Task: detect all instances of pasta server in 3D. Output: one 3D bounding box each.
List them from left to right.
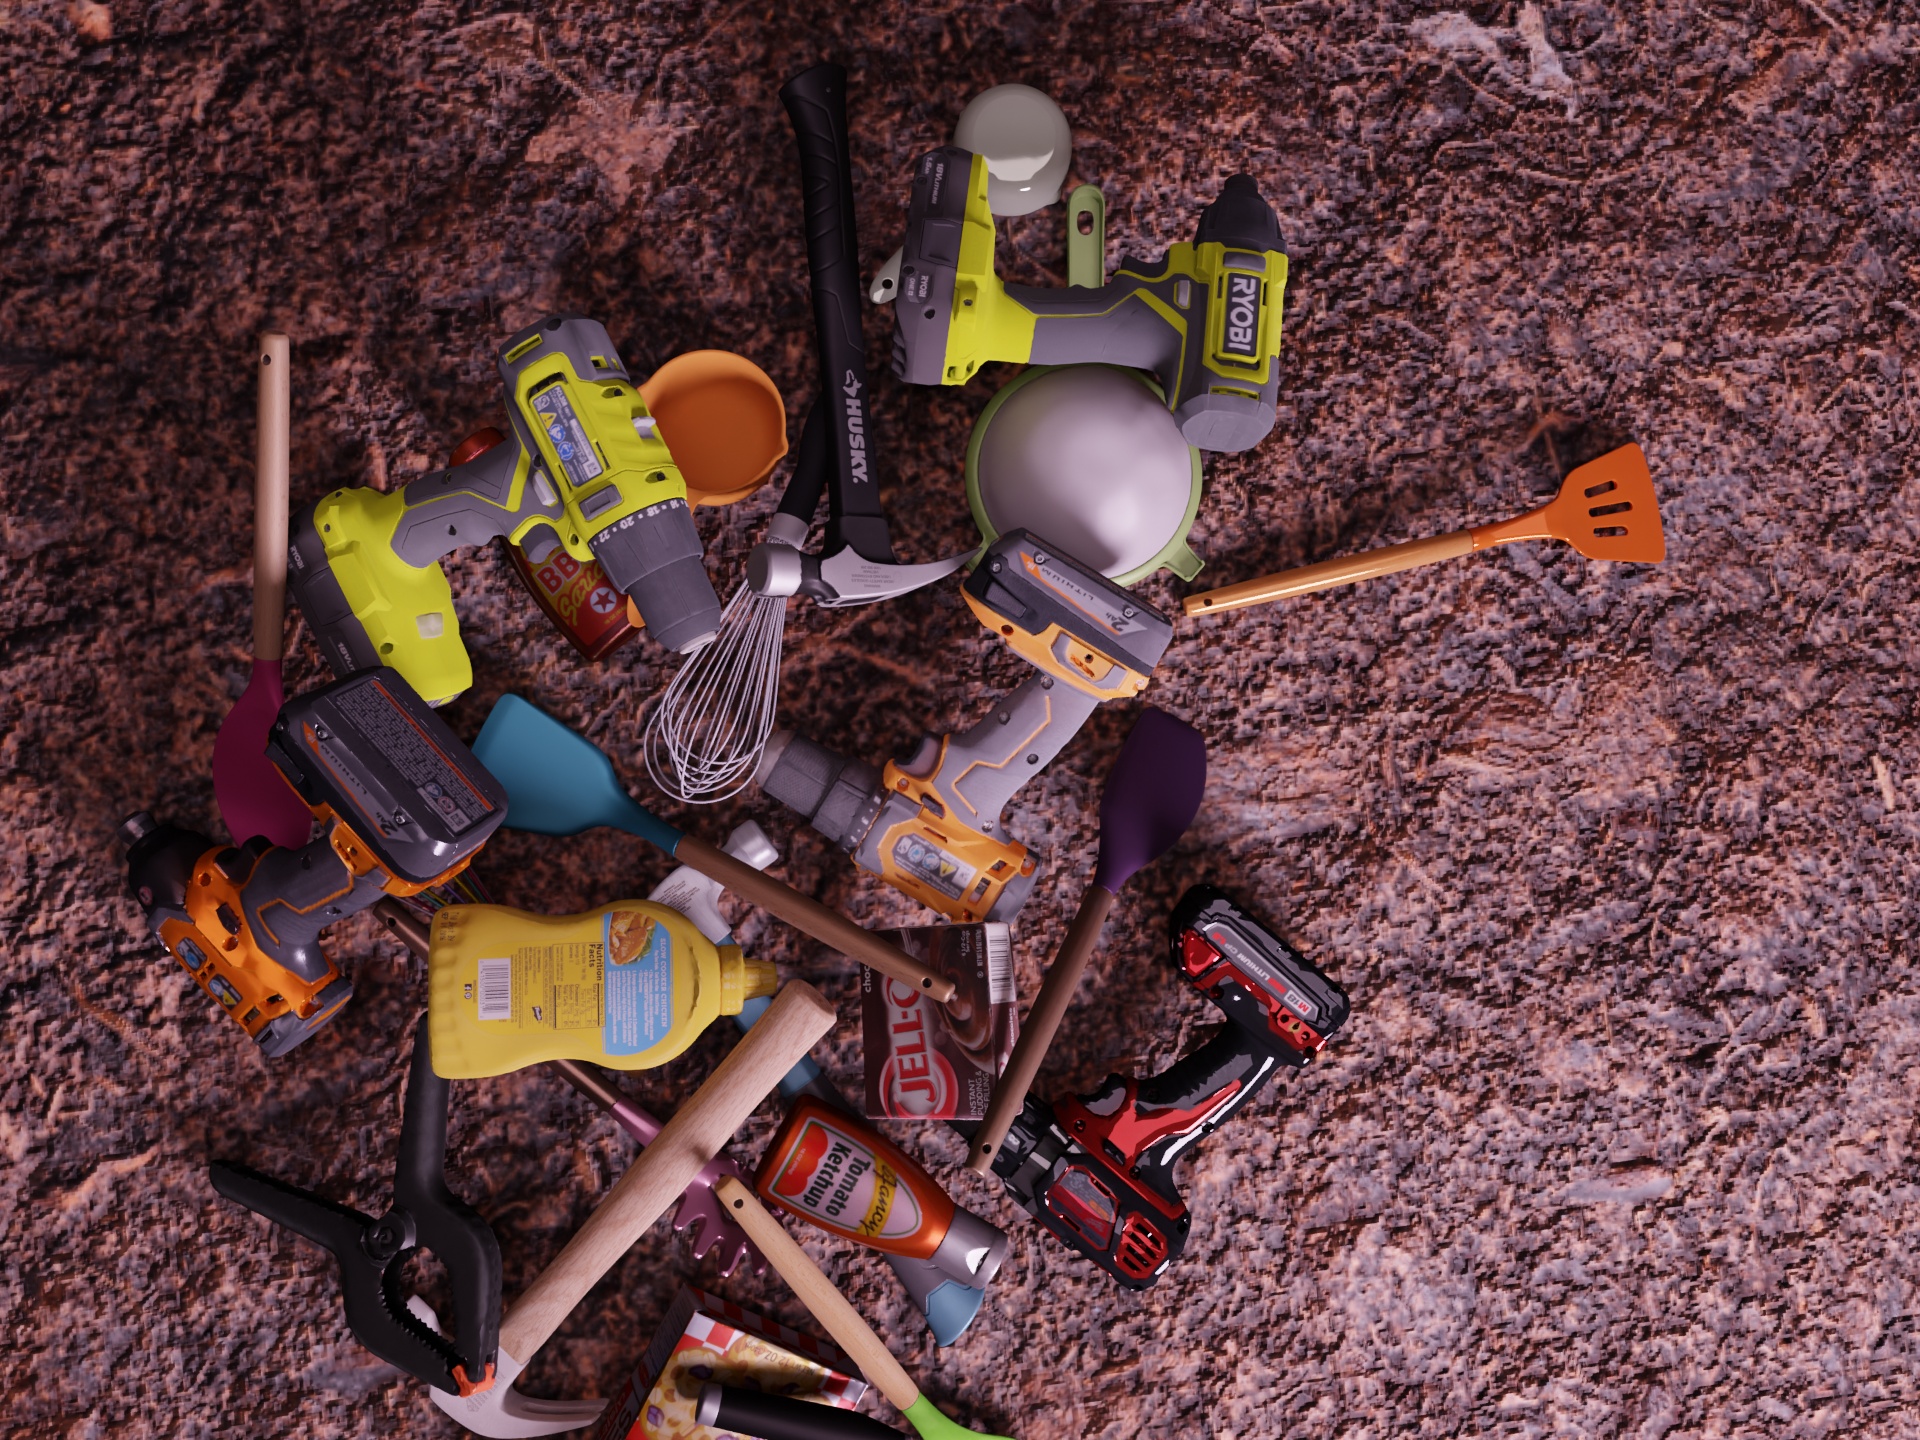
[{"bbox_3d":[-0.230,0.214,0.952,0.316,0.040,0.060,40,96,-1],"label":"pasta server"}]

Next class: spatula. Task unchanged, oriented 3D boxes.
[{"bbox_3d":[-0.146,0.086,0.925,0.317,0.044,0.082,26,92,13],"label":"spatula"},{"bbox_3d":[0.075,0.123,0.932,0.060,0.018,0.316,31,62,-3],"label":"spatula"},{"bbox_3d":[0.298,-0.107,1.016,0.322,0.041,0.081,-13,89,-1],"label":"spatula"}]

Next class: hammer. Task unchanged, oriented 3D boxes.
[{"bbox_3d":[-0.189,0.283,0.924,0.130,0.031,0.331,42,96,3],"label":"hammer"},{"bbox_3d":[-0.087,0.231,0.965,0.128,0.033,0.331,-34,91,-6],"label":"hammer"},{"bbox_3d":[-0.068,-0.234,0.957,0.146,0.035,0.335,-1,82,-34],"label":"hammer"}]

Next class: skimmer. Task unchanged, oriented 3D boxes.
[{"bbox_3d":[0.025,0.449,0.896,0.363,0.090,0.127,18,113,-10],"label":"skimmer"}]

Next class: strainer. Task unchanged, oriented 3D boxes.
[{"bbox_3d":[0.081,-0.208,0.976,0.151,0.069,0.256,0,90,-5],"label":"strainer"}]

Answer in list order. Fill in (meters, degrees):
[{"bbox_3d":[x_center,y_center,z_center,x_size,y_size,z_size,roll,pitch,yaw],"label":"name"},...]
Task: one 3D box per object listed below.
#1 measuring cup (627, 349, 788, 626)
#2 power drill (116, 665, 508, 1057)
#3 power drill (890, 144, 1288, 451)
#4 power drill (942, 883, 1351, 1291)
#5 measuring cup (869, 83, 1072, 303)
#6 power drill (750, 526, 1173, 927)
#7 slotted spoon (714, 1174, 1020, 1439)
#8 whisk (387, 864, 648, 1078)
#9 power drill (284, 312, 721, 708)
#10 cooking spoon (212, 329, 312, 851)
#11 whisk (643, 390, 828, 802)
[{"bbox_3d":[-0.164,-0.135,0.959,0.095,0.052,0.173,20,84,-5],"label":"measuring cup"},{"bbox_3d":[-0.374,0.071,0.887,0.226,0.084,0.164,-41,92,27],"label":"power drill"},{"bbox_3d":[0.078,-0.256,0.930,0.223,0.080,0.171,8,72,-3],"label":"power drill"},{"bbox_3d":[0.103,0.204,0.962,0.188,0.080,0.226,39,90,4],"label":"power drill"},{"bbox_3d":[0.002,-0.325,0.989,0.083,0.038,0.167,43,86,-2],"label":"measuring cup"},{"bbox_3d":[-0.001,-0.003,0.944,0.185,0.084,0.226,31,102,-2],"label":"power drill"},{"bbox_3d":[-0.044,0.380,0.935,0.070,0.031,0.313,-39,105,-9],"label":"slotted spoon"},{"bbox_3d":[-0.277,0.126,0.947,0.245,0.051,0.047,42,108,-1],"label":"whisk"},{"bbox_3d":[-0.254,-0.093,0.897,0.228,0.080,0.190,-26,91,19],"label":"power drill"},{"bbox_3d":[-0.388,-0.060,0.895,0.069,0.017,0.318,17,113,12],"label":"cooking spoon"},{"bbox_3d":[-0.116,-0.084,0.953,0.070,0.070,0.285,20,76,-4],"label":"whisk"}]
